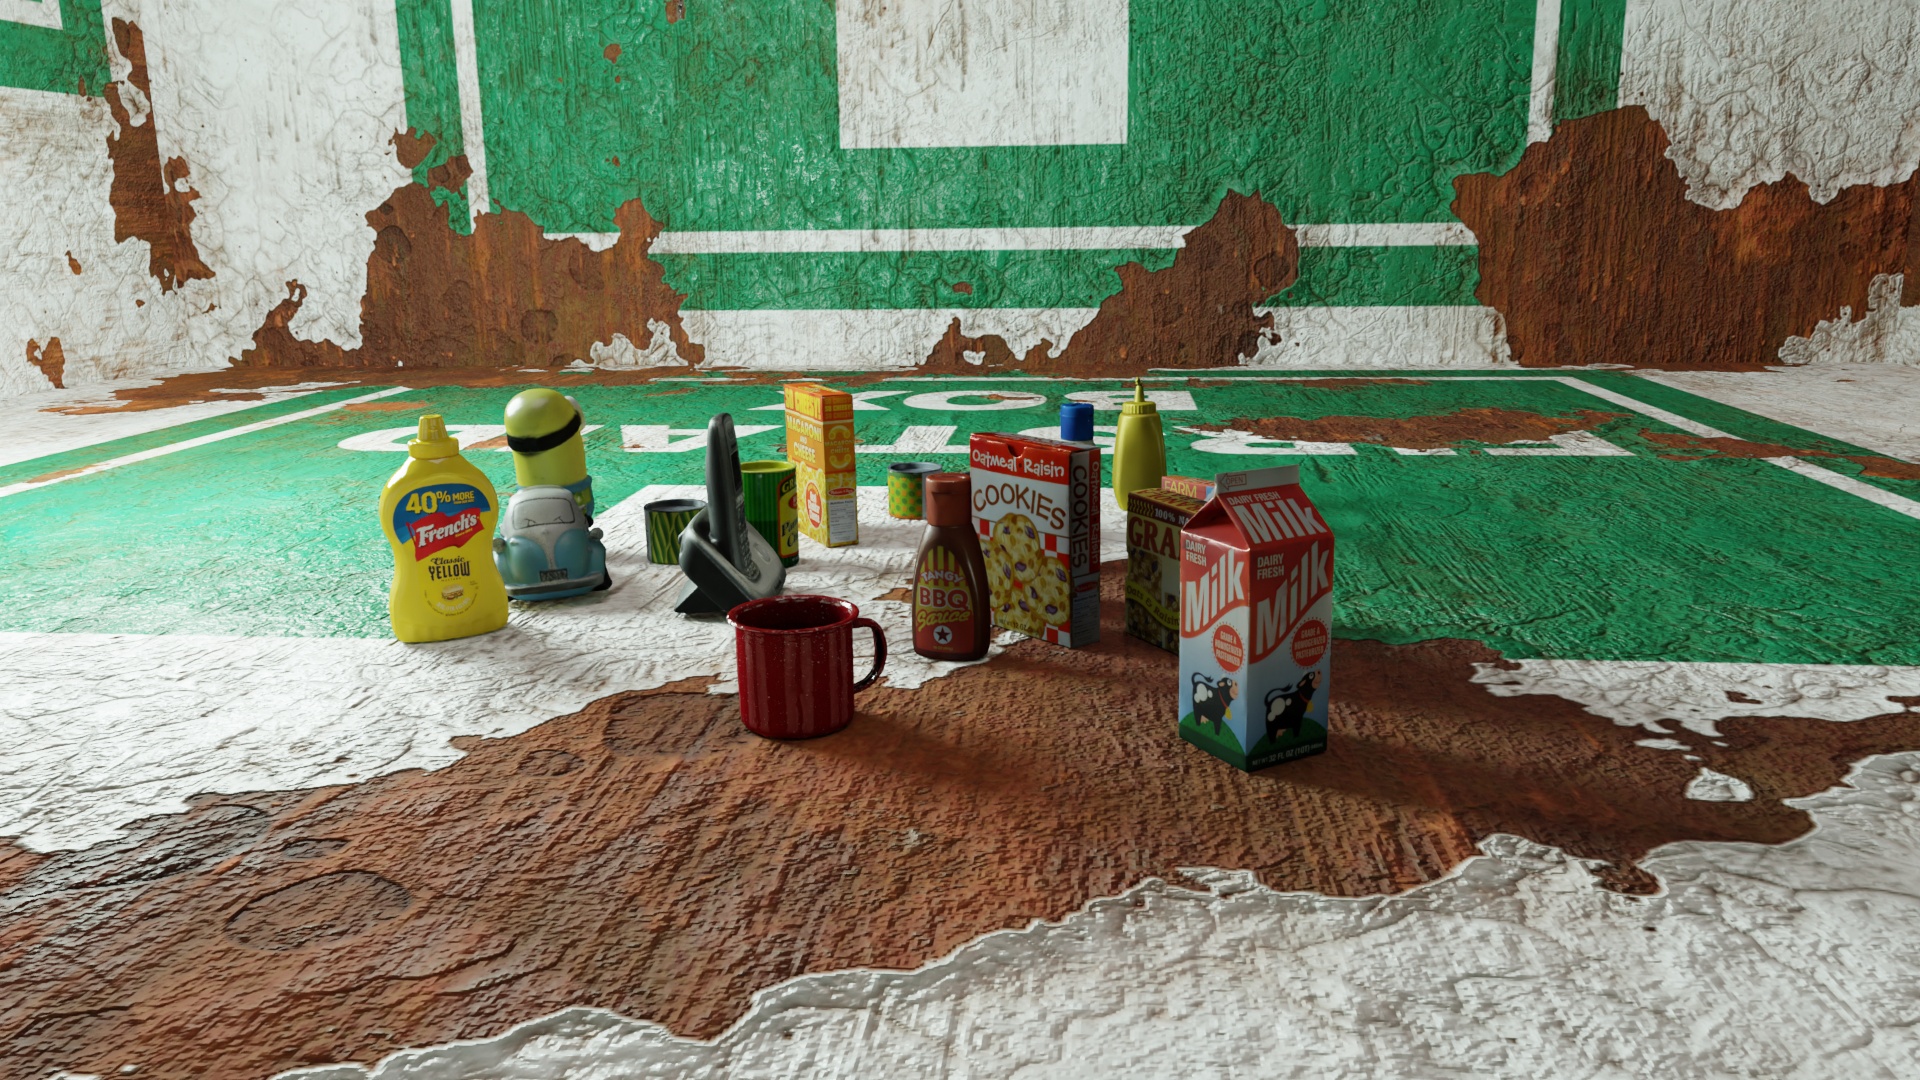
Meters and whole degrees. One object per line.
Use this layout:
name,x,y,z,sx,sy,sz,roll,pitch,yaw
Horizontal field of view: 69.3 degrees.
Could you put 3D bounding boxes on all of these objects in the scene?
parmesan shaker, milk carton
parmesan shaker,-0.200,-0.027,1.432,0.071,0.102,0.071,-1,13,0
milk carton,0.194,0.046,0.915,0.072,0.190,0.073,-8,15,-28

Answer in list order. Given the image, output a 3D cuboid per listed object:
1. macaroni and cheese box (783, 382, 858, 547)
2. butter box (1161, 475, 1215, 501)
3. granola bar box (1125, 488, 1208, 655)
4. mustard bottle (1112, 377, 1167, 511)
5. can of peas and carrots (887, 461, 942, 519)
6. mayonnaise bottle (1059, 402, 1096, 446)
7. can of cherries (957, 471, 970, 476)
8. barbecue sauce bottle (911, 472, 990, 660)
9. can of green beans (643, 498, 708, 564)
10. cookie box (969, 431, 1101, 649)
macaroni and cheese box,-0.155,-0.086,1.543,0.040,0.166,0.124,-7,14,-26
butter box,0.273,-0.042,1.578,0.024,0.053,0.103,-12,17,-40
granola bar box,0.193,0.033,1.113,0.039,0.124,0.165,-8,15,-27
mustard bottle,0.215,-0.116,1.661,0.065,0.159,0.049,0,13,2
can of peas and carrots,-0.056,-0.060,1.659,0.071,0.058,0.071,-1,13,0
mayonnaise bottle,0.128,-0.075,1.519,0.041,0.147,0.065,5,14,24
can of cherries,0.021,-0.046,1.596,0.071,0.058,0.071,-1,13,0
barbecue sauce bottle,-0.008,0.021,1.123,0.065,0.148,0.044,4,14,20
can of green beans,-0.298,-0.010,1.463,0.071,0.057,0.071,-1,13,0
cookie box,0.062,-0.004,1.182,0.040,0.167,0.123,-12,17,-40
